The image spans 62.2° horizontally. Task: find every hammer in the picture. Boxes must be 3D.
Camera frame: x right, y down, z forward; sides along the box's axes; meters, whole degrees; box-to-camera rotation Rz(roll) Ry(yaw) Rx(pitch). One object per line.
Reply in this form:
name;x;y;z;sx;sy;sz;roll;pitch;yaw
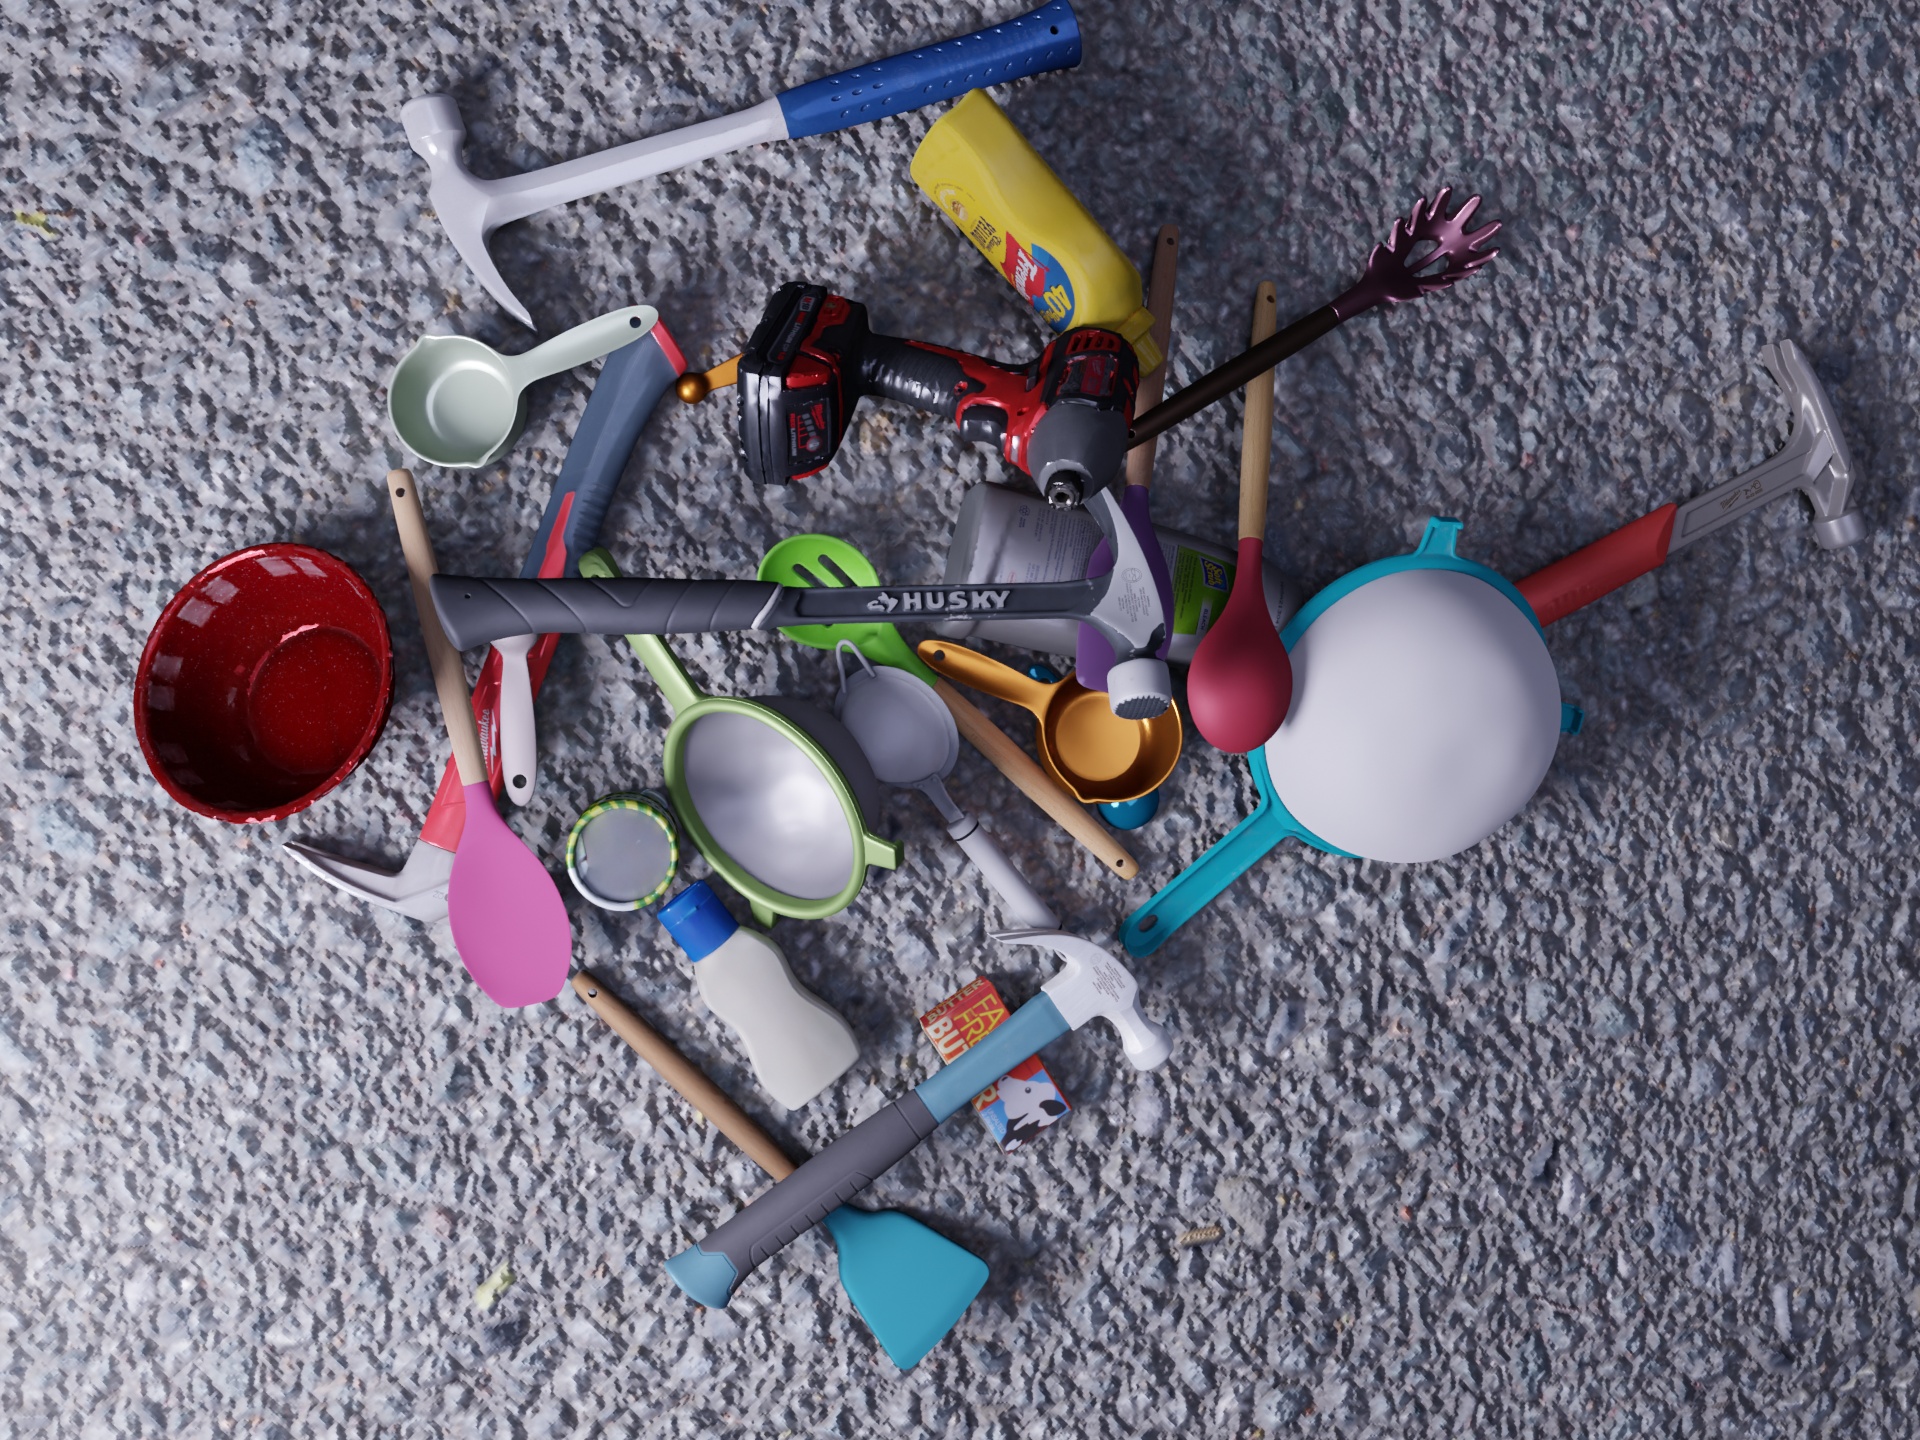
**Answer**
hammer;-0.088;-0.070;0.896;0.409;0.036;0.149;-1;66;-7
hammer;-0.031;0.246;0.974;0.331;0.033;0.128;-35;98;-11
hammer;-0.268;-0.069;0.951;0.143;0.038;0.386;21;89;-8
hammer;0.441;-0.119;1.072;0.359;0.037;0.149;-26;96;-8
hammer;-0.117;-0.357;0.966;0.405;0.035;0.144;-20;95;-9

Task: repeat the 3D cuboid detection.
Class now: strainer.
strainer;-0.003;0.060;0.992;0.258;0.087;0.050;51;39;-16
strainer;0.245;0.050;0.994;0.340;0.095;0.210;-41;116;3
strainer;-0.131;-0.003;0.950;0.256;0.151;0.069;55;46;-4

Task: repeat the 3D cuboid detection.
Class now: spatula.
spatula;-0.121;0.266;0.987;0.317;0.044;0.082;44;80;-7
spatula;0.114;-0.165;0.980;0.059;0.018;0.316;11;74;-12

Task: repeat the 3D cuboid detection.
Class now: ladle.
ladle;0.183;-0.134;0.990;0.069;0.031;0.316;11;72;-16

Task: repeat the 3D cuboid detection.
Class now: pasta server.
pasta server;0.216;-0.247;1.000;0.316;0.040;0.060;-33;83;-19

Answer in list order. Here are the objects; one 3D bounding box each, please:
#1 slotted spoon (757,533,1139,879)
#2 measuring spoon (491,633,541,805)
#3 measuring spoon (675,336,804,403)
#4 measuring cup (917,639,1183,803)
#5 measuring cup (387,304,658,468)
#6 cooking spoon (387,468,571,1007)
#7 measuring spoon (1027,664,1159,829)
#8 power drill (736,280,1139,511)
slotted spoon;-0.002;-0.003;1.005;0.313;0.031;0.070;42;99;-11
measuring spoon;-0.259;-0.011;0.925;0.034;0.018;0.124;-3;92;-7
measuring spoon;-0.121;-0.224;0.982;0.117;0.011;0.021;-24;96;-8
measuring cup;0.052;-0.008;0.991;0.173;0.052;0.095;24;82;-1
measuring cup;-0.252;-0.204;0.936;0.167;0.038;0.083;-23;92;0
cooking spoon;-0.286;0.011;0.922;0.069;0.017;0.319;-13;93;3
measuring spoon;0.084;0.016;1.022;0.042;0.021;0.128;-38;98;-6
power drill;-0.011;-0.180;0.916;0.219;0.143;0.078;9;135;6
